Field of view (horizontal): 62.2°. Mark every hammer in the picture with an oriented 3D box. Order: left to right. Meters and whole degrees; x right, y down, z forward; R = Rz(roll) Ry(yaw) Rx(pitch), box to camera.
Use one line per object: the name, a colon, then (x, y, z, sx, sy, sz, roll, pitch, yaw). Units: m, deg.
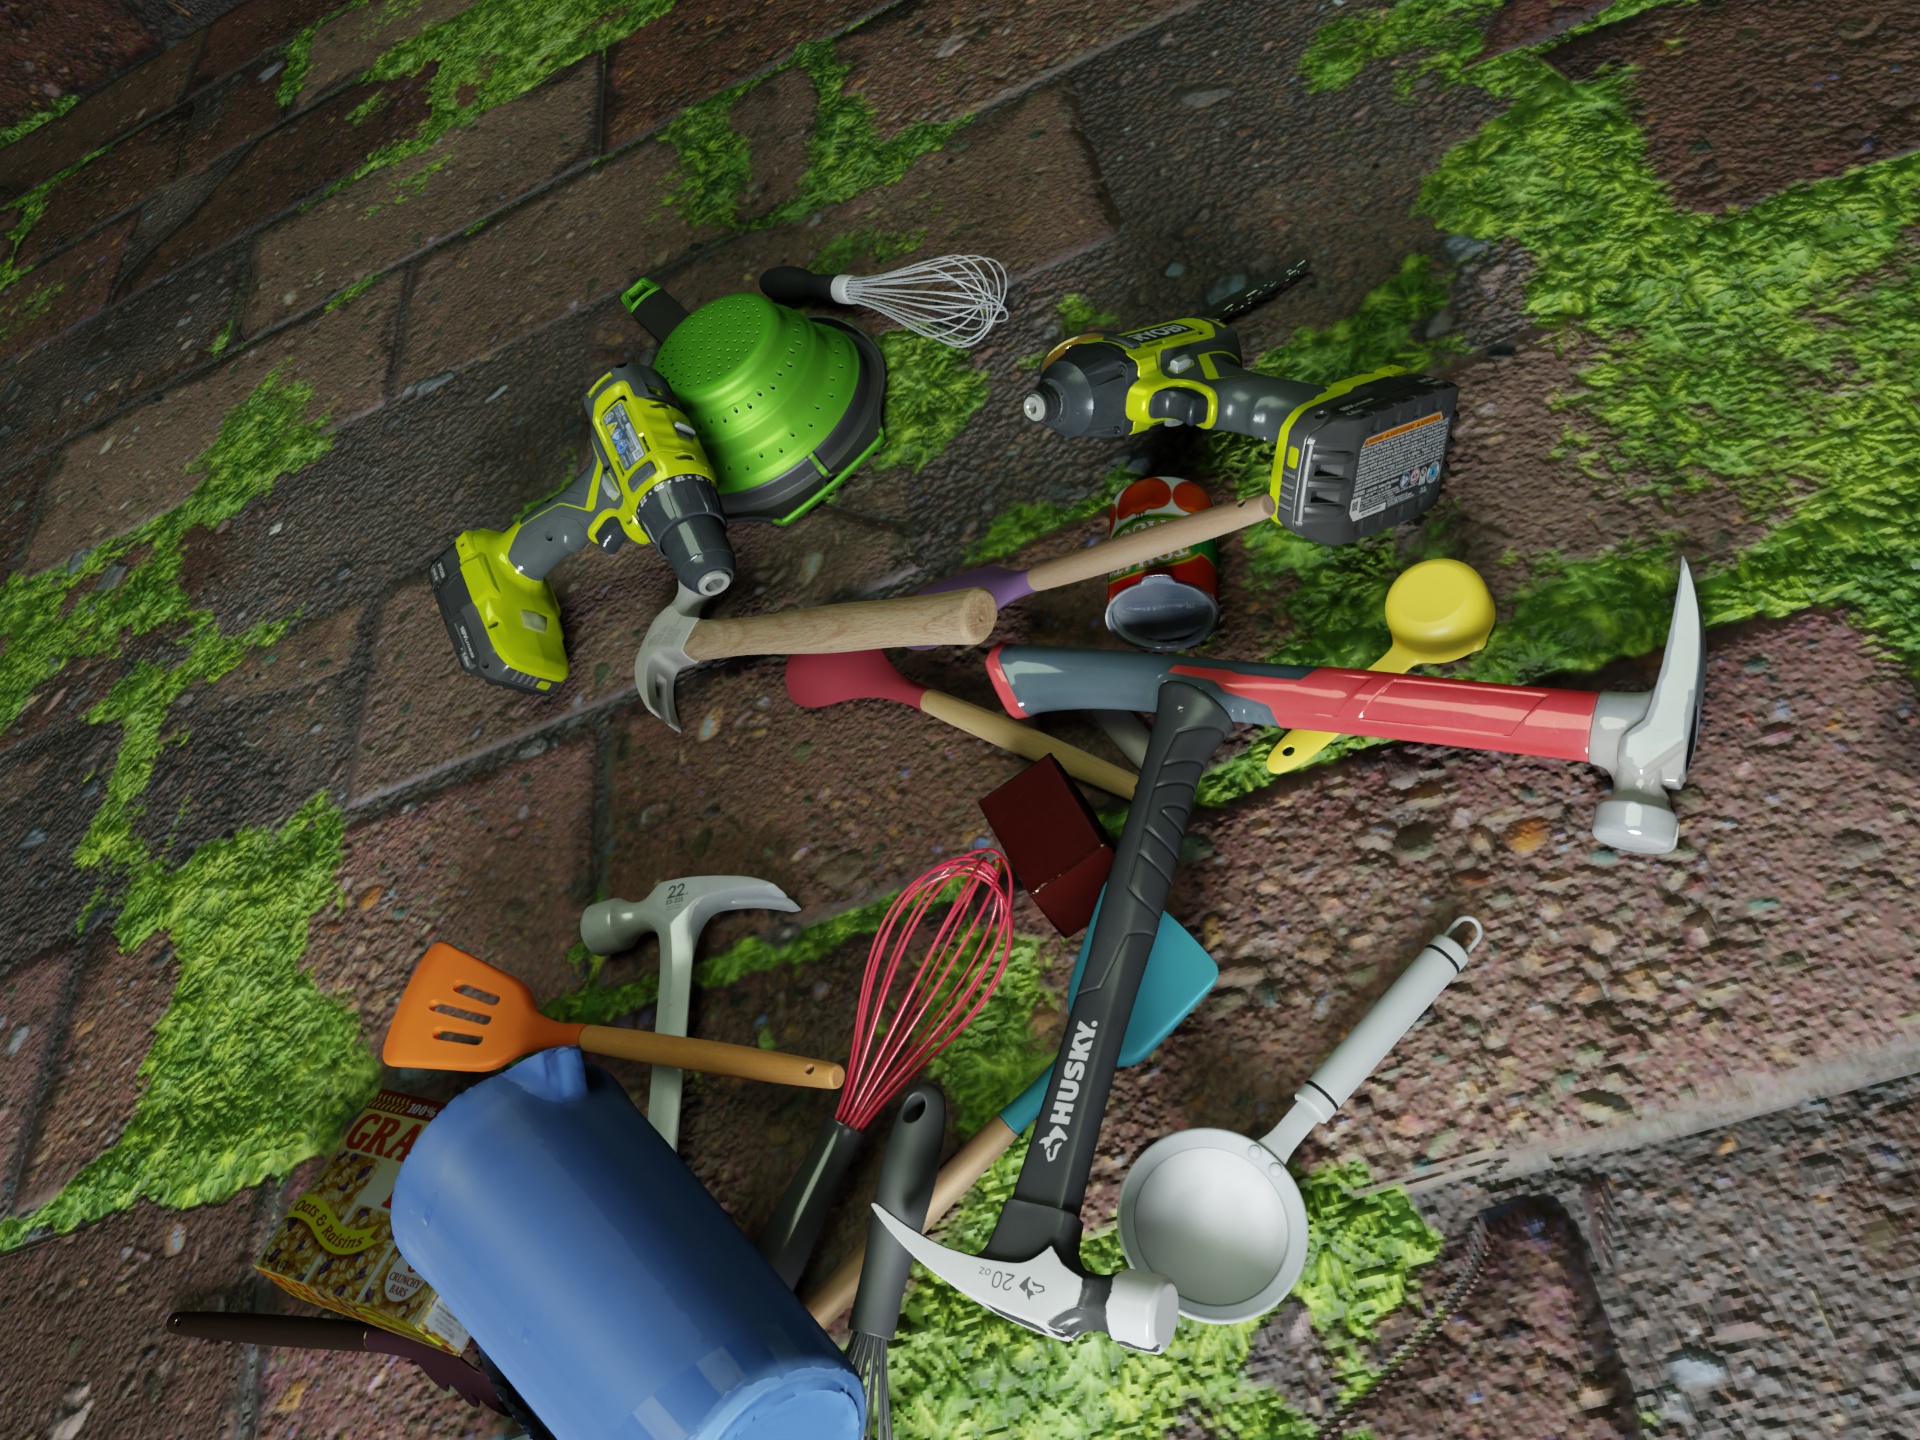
hammer: (-0.162, 0.263, 0.873, 0.144, 0.035, 0.406, -17, 50, 19)
hammer: (-0.105, -0.056, 1.031, 0.331, 0.031, 0.130, -1, 58, 46)
hammer: (0.069, 0.123, 0.771, 0.146, 0.035, 0.335, 1, 57, 31)
hammer: (0.188, -0.027, 0.856, 0.386, 0.038, 0.143, 7, 75, 33)

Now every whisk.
whisk: (-0.051, 0.197, 0.844, 0.073, 0.073, 0.296, 19, 74, 38)
whisk: (-0.068, -0.338, 1.250, 0.285, 0.070, 0.070, 20, 69, 43)
whisk: (-0.040, 0.290, 0.755, 0.055, 0.055, 0.239, 0, 65, 30)

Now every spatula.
spatula: (-0.200, 0.180, 0.900, 0.323, 0.041, 0.081, 0, 59, 34)
spatula: (0.001, 0.219, 0.806, 0.317, 0.044, 0.082, -45, 54, -4)
spatula: (0.061, -0.088, 0.944, 0.316, 0.018, 0.060, -13, 48, 50)

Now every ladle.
ladle: (-0.002, -0.003, 0.983, 0.316, 0.031, 0.069, 23, 73, 38)

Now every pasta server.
pasta server: (-0.352, 0.358, 0.921, 0.316, 0.040, 0.060, -9, 53, 29)

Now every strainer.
strainer: (0.161, 0.185, 0.741, 0.087, 0.050, 0.258, 41, 76, 20)

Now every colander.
colander: (-0.208, -0.300, 1.272, 0.204, 0.094, 0.398, -41, 47, -3)

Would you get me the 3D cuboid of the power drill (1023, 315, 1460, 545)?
power drill: (0.161, -0.180, 0.944, 0.171, 0.080, 0.223, -23, 38, -37)

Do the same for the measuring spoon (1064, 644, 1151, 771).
measuring spoon: (0.087, -0.007, 0.938, 0.034, 0.018, 0.124, -38, 48, 0)

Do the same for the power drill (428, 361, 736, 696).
power drill: (-0.265, -0.120, 1.141, 0.228, 0.080, 0.191, -38, 62, 19)

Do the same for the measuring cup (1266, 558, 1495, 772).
measuring cup: (0.224, -0.030, 0.868, 0.156, 0.029, 0.062, -41, 47, -2)
